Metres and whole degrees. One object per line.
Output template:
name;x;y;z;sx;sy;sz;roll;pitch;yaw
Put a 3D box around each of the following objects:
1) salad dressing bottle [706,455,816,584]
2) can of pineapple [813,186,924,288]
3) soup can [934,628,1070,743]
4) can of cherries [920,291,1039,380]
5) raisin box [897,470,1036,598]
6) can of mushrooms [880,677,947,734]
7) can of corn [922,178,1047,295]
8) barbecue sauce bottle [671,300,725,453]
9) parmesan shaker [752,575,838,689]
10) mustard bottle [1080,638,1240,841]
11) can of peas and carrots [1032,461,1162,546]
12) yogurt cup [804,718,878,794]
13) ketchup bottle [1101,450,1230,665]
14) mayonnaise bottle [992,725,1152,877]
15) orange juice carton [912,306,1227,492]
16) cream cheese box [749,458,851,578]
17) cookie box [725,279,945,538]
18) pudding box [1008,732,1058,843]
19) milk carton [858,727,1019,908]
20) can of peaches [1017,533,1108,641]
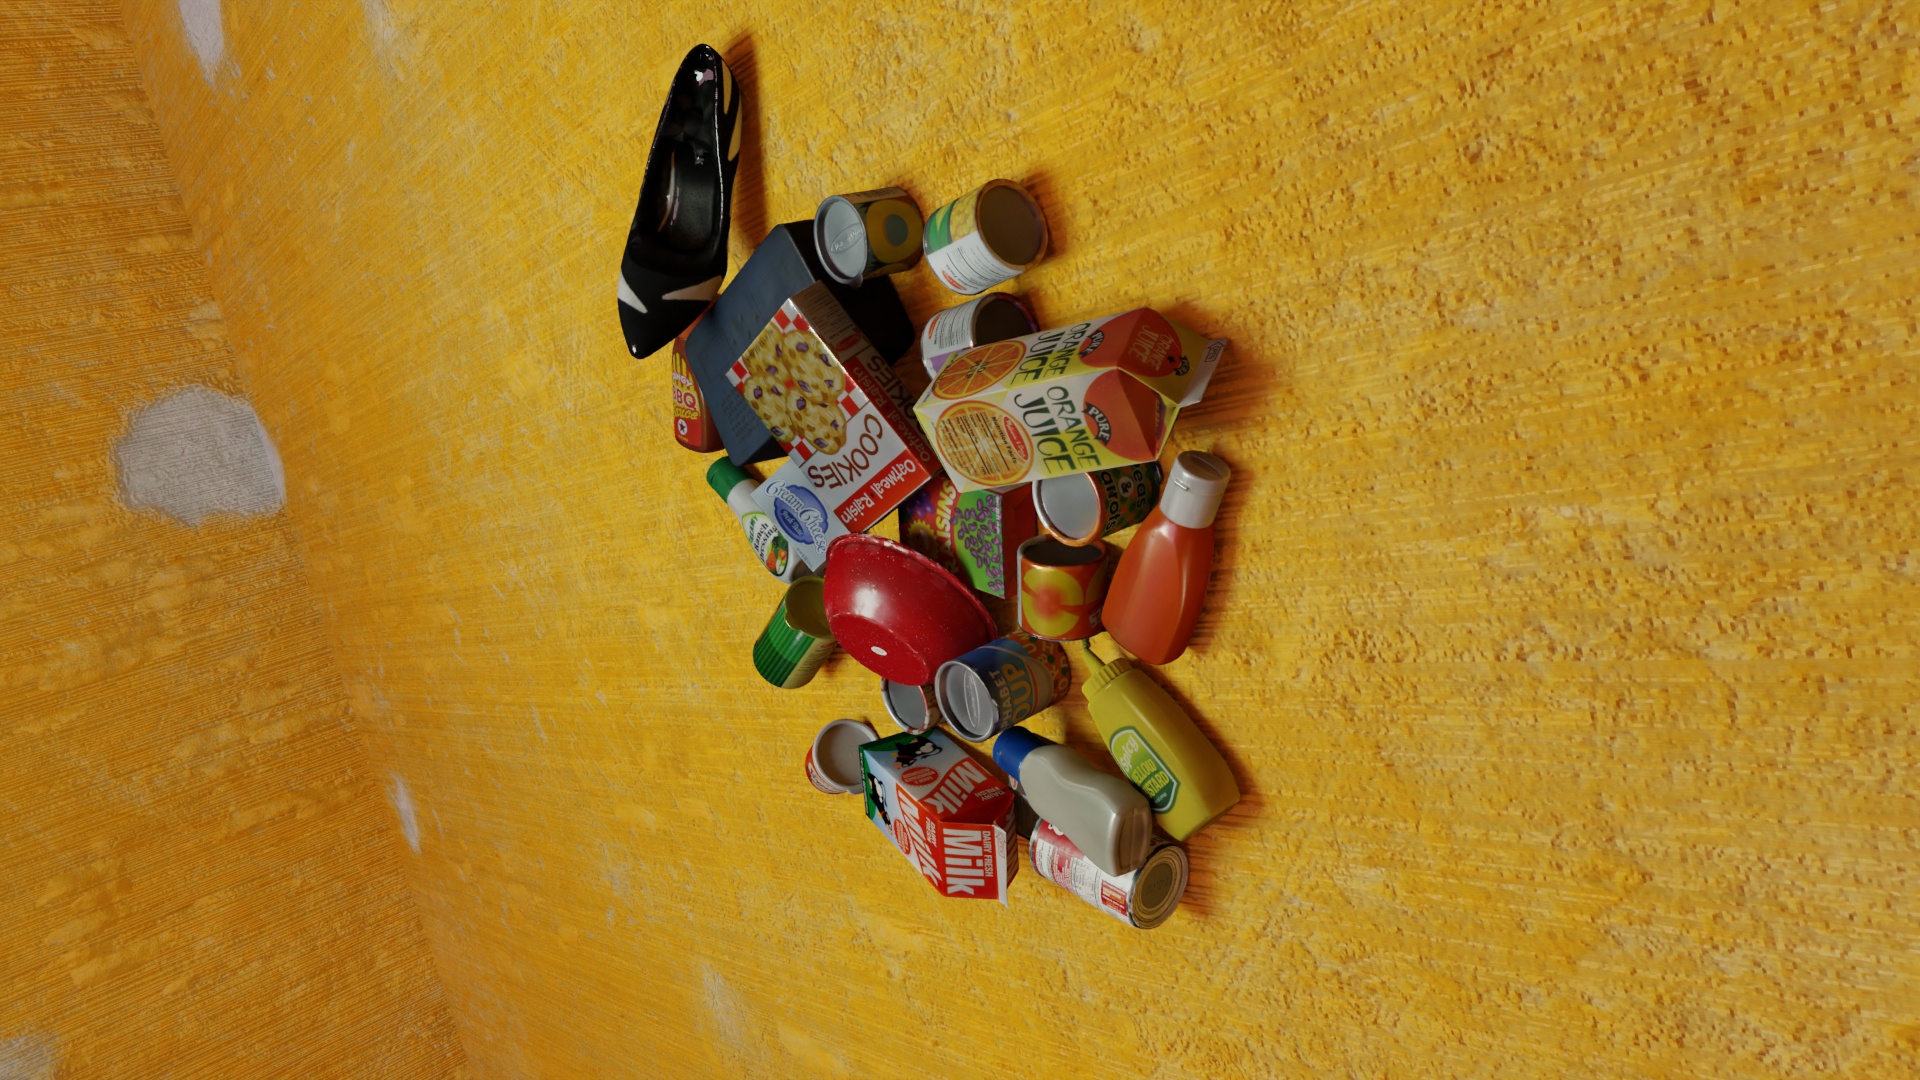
salad dressing bottle;-0.185;-0.021;1.301;0.148;0.044;0.064;46;130;28
can of pineapple;-0.069;-0.231;1.057;0.071;0.058;0.070;25;124;43
soup can;0.035;0.110;1.062;0.071;0.084;0.071;25;124;42
can of cherries;0.017;-0.138;0.991;0.058;0.072;0.071;-10;98;51
raisin box;0.004;-0.014;1.081;0.123;0.040;0.085;18;119;44
can of mushrooms;-0.036;0.131;1.199;0.071;0.033;0.070;25;124;43
can of corn;0.018;-0.211;0.956;0.058;0.071;0.071;-14;95;51
barbecue sauce bottle;-0.249;-0.161;1.317;0.065;0.044;0.147;27;125;42
parmesan shaker;-0.149;0.087;1.284;0.071;0.071;0.102;57;140;16
mustard bottle;0.129;0.134;0.987;0.160;0.049;0.065;53;142;20
can of peas and carrots;0.093;-0.035;0.947;0.071;0.059;0.070;25;125;42
yogurt cup;-0.113;0.206;1.301;0.072;0.073;0.053;62;150;10
ketchup bottle;0.140;0.010;0.924;0.065;0.044;0.148;40;133;31
mayonnaise bottle;0.079;0.183;1.019;0.148;0.041;0.064;32;128;50
orange juice carton;0.075;-0.092;0.893;0.192;0.072;0.072;-9;124;33
cream cheese box;-0.137;-0.021;1.237;0.104;0.053;0.024;48;-179;26
cookie box;-0.092;-0.097;1.061;0.167;0.040;0.122;52;141;-2
pudding box;0.065;0.201;1.110;0.049;0.030;0.083;16;118;47
milk carton;-0.010;0.227;1.145;0.191;0.074;0.072;31;130;56
can of peaches;0.076;0.033;0.995;0.071;0.071;0.057;20;121;44
